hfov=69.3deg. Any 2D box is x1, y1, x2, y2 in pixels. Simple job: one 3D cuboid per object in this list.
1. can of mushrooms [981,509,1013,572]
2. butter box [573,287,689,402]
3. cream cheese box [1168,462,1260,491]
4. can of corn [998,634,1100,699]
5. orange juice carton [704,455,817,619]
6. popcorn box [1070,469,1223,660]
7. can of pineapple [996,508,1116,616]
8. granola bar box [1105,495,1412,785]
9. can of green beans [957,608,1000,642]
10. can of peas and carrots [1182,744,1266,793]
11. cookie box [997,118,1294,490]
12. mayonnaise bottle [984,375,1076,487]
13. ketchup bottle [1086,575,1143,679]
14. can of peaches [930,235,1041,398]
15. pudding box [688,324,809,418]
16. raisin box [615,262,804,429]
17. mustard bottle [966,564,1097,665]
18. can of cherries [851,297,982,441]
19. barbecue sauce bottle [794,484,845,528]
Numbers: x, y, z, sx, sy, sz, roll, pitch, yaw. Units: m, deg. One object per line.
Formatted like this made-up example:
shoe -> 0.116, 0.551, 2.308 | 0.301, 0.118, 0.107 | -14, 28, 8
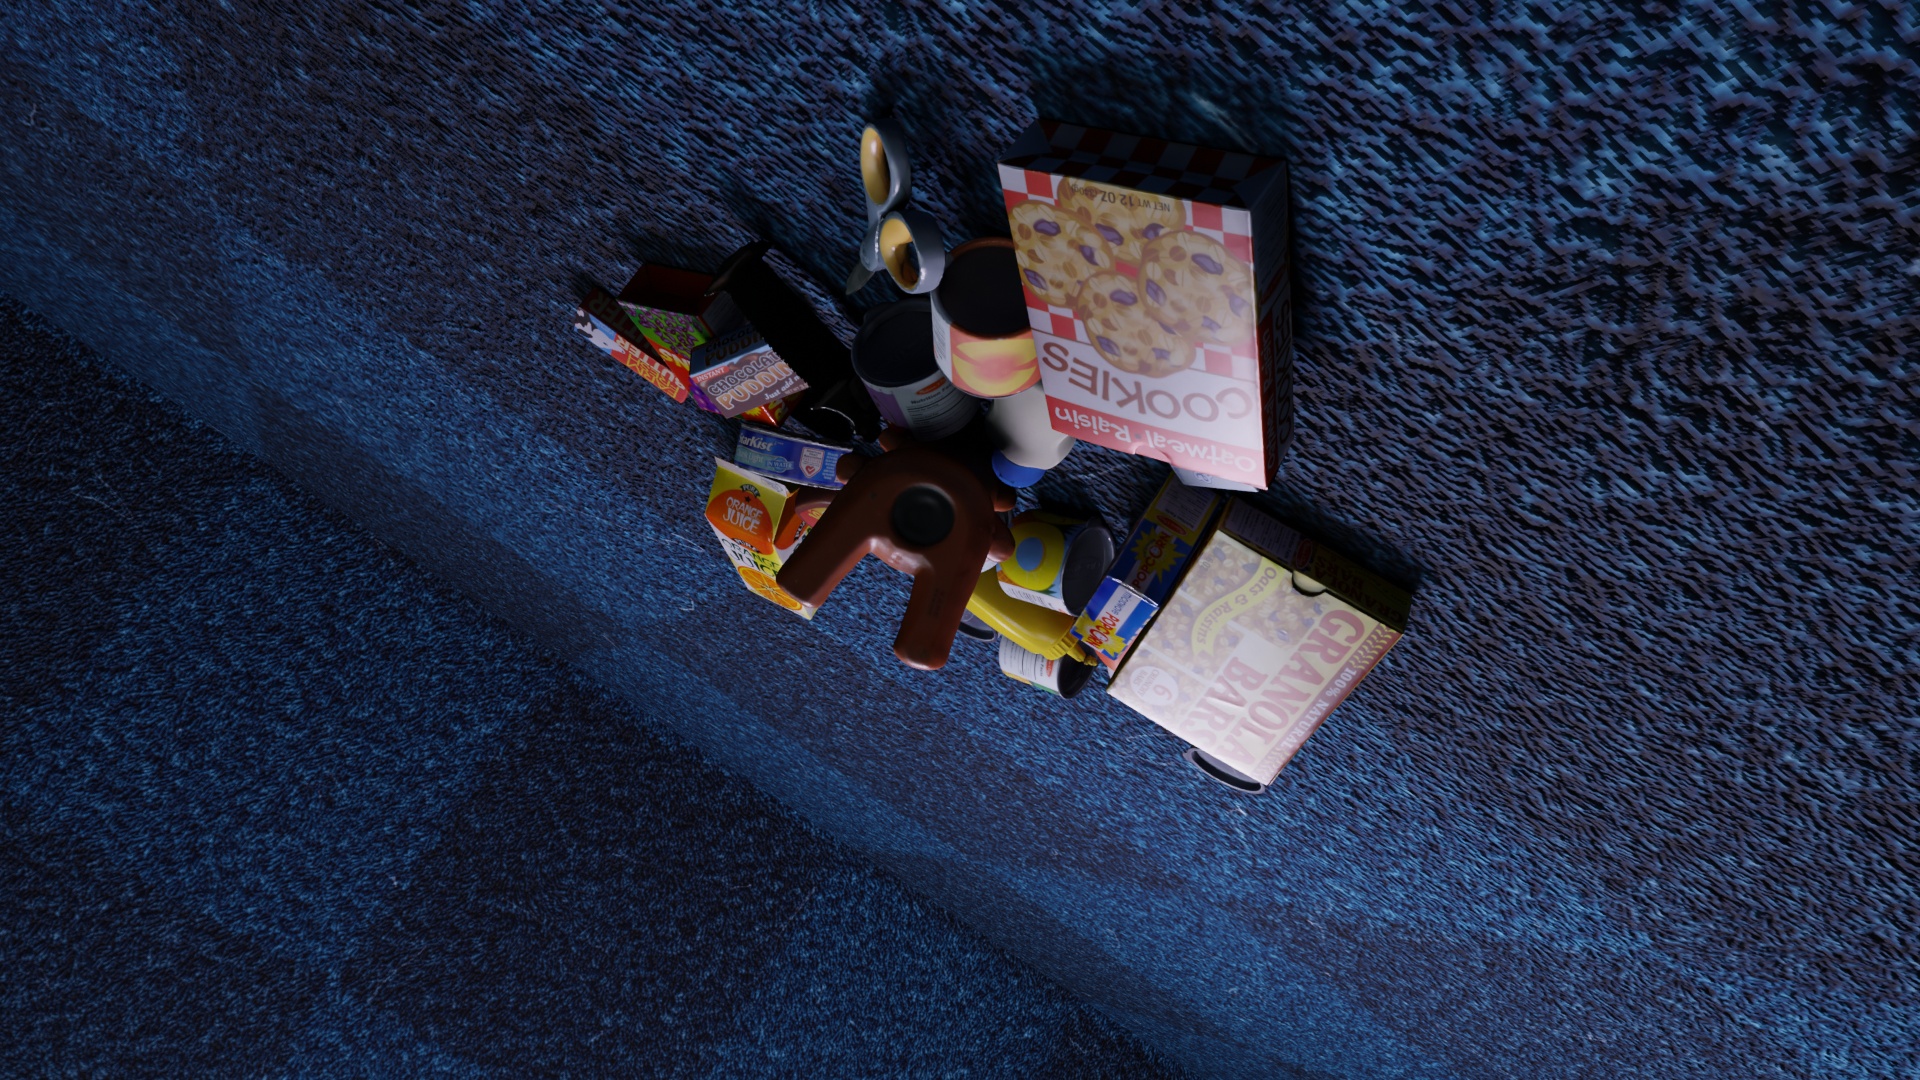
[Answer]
can of mushrooms -> 0.004, -0.012, 0.997 | 0.071, 0.071, 0.033 | 28, 160, 9
butter box -> -0.251, -0.152, 1.084 | 0.103, 0.024, 0.053 | 35, 160, -8
cream cheese box -> 0.126, -0.068, 0.757 | 0.053, 0.024, 0.103 | 8, 150, 44
can of corn -> 0.074, 0.088, 1.128 | 0.058, 0.071, 0.071 | 18, 156, 32
orange juice carton -> -0.160, -0.012, 1.208 | 0.072, 0.073, 0.192 | 24, 158, 19
popcorn box -> 0.115, 0.018, 0.879 | 0.038, 0.085, 0.126 | 31, 160, 5
can of pineapple -> 0.067, 0.013, 0.967 | 0.058, 0.071, 0.070 | 15, 154, 37
granola bar box -> 0.181, 0.067, 0.868 | 0.124, 0.039, 0.164 | 30, 132, 4
can of green beans -> 0.014, 0.039, 1.106 | 0.071, 0.058, 0.071 | 27, 159, 11
can of peas and carrots -> 0.218, 0.156, 1.091 | 0.071, 0.059, 0.070 | 27, 159, 12
cookie box -> 0.091, -0.107, 0.653 | 0.123, 0.040, 0.166 | 19, 146, 29
mayonnaise bottle -> 0.045, -0.075, 0.832 | 0.065, 0.041, 0.147 | 30, 161, 5
ketchup bottle -> 0.124, 0.070, 1.047 | 0.065, 0.044, 0.148 | 26, 159, 23
can of peaches -> 0.020, -0.118, 0.733 | 0.071, 0.071, 0.057 | 26, 158, 13
pudding box -> -0.134, -0.120, 0.931 | 0.083, 0.030, 0.049 | -19, 138, 15
raisin box -> -0.176, -0.138, 0.992 | 0.086, 0.040, 0.123 | 15, 153, 33
mustard bottle -> 0.045, 0.046, 1.054 | 0.160, 0.065, 0.049 | 44, 167, -16
can of cherries -> -0.026, -0.103, 0.831 | 0.071, 0.072, 0.058 | 19, 157, 28
barbecue sauce bottle -> -0.072, -0.031, 1.084 | 0.065, 0.044, 0.148 | 27, 163, -27
